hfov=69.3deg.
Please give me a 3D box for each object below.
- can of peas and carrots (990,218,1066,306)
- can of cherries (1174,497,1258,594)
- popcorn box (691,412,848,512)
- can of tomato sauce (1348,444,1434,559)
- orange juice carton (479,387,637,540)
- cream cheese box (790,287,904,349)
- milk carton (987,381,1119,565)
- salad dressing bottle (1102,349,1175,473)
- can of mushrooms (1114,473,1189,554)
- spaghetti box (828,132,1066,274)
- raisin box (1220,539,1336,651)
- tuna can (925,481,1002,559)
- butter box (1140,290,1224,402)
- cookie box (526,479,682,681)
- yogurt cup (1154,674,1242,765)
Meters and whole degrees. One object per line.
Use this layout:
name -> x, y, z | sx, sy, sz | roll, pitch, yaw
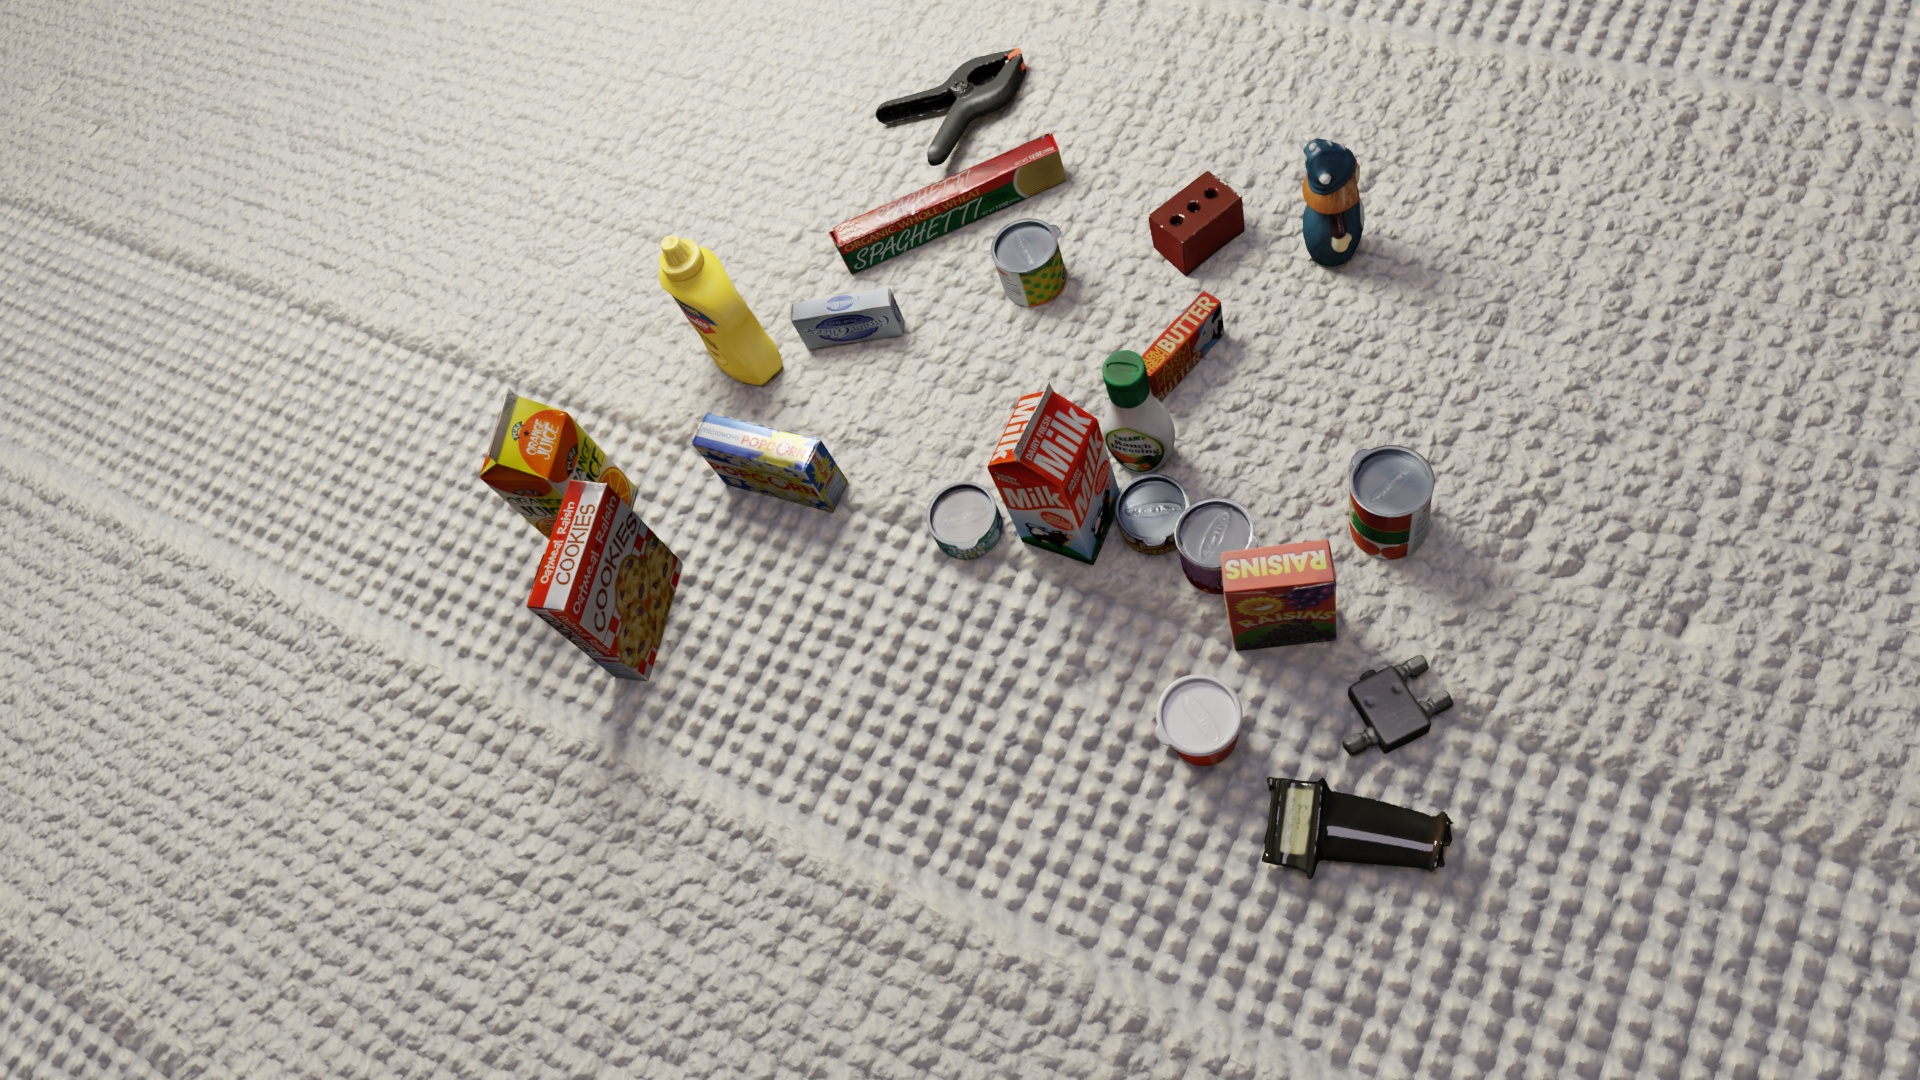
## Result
can of peas and carrots -> 0.070, -0.275, 1.369 | 0.071, 0.058, 0.071 | -6, 62, 12
can of cherries -> 0.221, 0.007, 1.183 | 0.071, 0.058, 0.072 | -6, 62, 12
popcorn box -> -0.180, -0.074, 1.316 | 0.127, 0.085, 0.038 | 14, 68, 21
can of tomato sauce -> 0.355, -0.031, 1.153 | 0.071, 0.082, 0.071 | -6, 62, 12
orange juice carton -> -0.383, -0.063, 1.302 | 0.073, 0.192, 0.072 | 2, 64, 16
cream cheese box -> -0.113, -0.222, 1.393 | 0.104, 0.053, 0.024 | -7, 62, 11
milk carton -> 0.079, -0.057, 1.178 | 0.073, 0.190, 0.072 | 18, 70, 23
salad dressing bottle -> 0.151, -0.112, 1.211 | 0.064, 0.147, 0.044 | 10, 67, 19
can of mushrooms -> 0.171, -0.021, 1.225 | 0.071, 0.033, 0.071 | -6, 62, 12
spaghetti box -> -0.012, -0.346, 1.432 | 0.250, 0.050, 0.029 | -23, 60, 2
raisin box -> 0.256, 0.046, 1.116 | 0.086, 0.123, 0.040 | -7, 62, 12
tuna can -> 0.005, -0.016, 1.267 | 0.071, 0.032, 0.071 | -6, 62, 12
butter box -> 0.203, -0.177, 1.286 | 0.024, 0.053, 0.104 | 38, 78, 28
cookie box -> -0.315, 0.039, 1.246 | 0.040, 0.167, 0.123 | 4, 65, 17
yogurt cup -> 0.194, 0.148, 1.120 | 0.072, 0.053, 0.072 | -6, 62, 12
